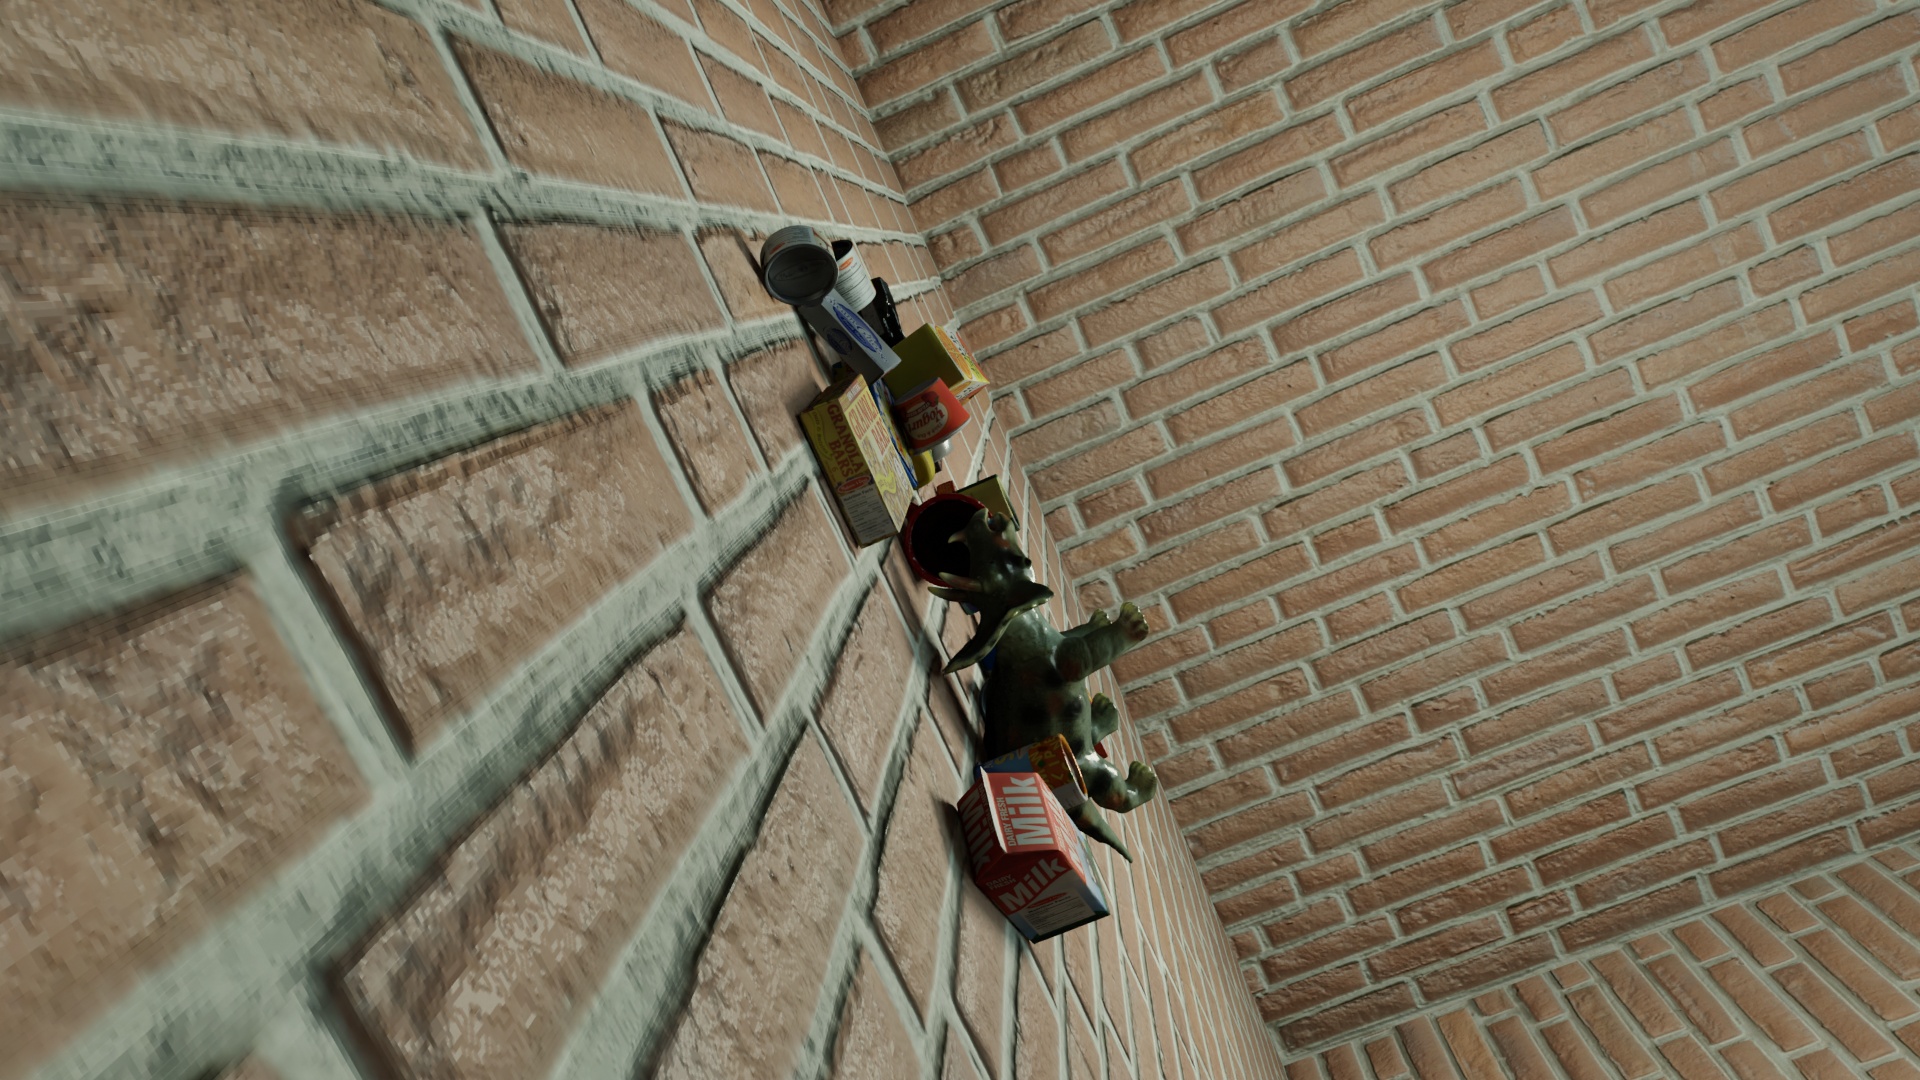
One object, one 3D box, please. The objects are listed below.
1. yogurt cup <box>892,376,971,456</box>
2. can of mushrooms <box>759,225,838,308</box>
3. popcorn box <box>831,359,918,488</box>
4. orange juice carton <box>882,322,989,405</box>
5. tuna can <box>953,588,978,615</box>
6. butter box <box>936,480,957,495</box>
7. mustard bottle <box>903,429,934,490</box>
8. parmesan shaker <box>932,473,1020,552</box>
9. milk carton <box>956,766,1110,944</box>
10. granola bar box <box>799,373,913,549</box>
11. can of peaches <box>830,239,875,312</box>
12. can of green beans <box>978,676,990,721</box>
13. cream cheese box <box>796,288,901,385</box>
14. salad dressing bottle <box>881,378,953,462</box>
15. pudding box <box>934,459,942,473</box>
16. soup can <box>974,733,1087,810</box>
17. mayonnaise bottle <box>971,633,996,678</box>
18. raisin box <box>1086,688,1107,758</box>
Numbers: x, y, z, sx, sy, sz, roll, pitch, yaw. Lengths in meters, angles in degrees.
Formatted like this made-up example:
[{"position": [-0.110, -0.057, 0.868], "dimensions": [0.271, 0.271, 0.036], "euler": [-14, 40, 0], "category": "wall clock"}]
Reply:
[{"position": [-0.031, -0.127, 1.385], "dimensions": [0.054, 0.072, 0.072], "euler": [58, 9, -14], "category": "yogurt cup"}, {"position": [-0.142, -0.242, 1.229], "dimensions": [0.070, 0.071, 0.033], "euler": [59, 9, -48], "category": "can of mushrooms"}, {"position": [-0.084, -0.114, 1.366], "dimensions": [0.085, 0.038, 0.127], "euler": [58, 12, -47], "category": "popcorn box"}, {"position": [-0.025, -0.182, 1.507], "dimensions": [0.072, 0.073, 0.193], "euler": [57, 12, 2], "category": "orange juice carton"}, {"position": [0.011, 0.048, 1.577], "dimensions": [0.071, 0.033, 0.071], "euler": [-25, 92, -83], "category": "tuna can"}, {"position": [-0.004, -0.023, 1.720], "dimensions": [0.104, 0.024, 0.053], "euler": [-104, 169, -49], "category": "butter box"}, {"position": [-0.060, -0.112, 1.489], "dimensions": [0.161, 0.049, 0.065], "euler": [-101, 168, -58], "category": "mustard bottle"}, {"position": [0.005, -0.018, 1.460], "dimensions": [0.071, 0.103, 0.071], "euler": [-25, 92, -83], "category": "parmesan shaker"}, {"position": [0.054, 0.250, 1.117], "dimensions": [0.190, 0.073, 0.072], "euler": [58, 12, -50], "category": "milk carton"}, {"position": [-0.088, -0.073, 1.212], "dimensions": [0.166, 0.039, 0.124], "euler": [-80, 147, -76], "category": "granola bar box"}, {"position": [-0.128, -0.262, 1.401], "dimensions": [0.071, 0.071, 0.058], "euler": [-101, 166, -58], "category": "can of peaches"}, {"position": [0.055, 0.162, 1.419], "dimensions": [0.058, 0.071, 0.071], "euler": [10, 57, -82], "category": "can of green beans"}, {"position": [-0.107, -0.198, 1.340], "dimensions": [0.104, 0.024, 0.053], "euler": [46, 25, -3], "category": "cream cheese box"}, {"position": [-0.064, -0.155, 1.583], "dimensions": [0.064, 0.044, 0.147], "euler": [-18, -75, 55], "category": "salad dressing bottle"}, {"position": [-0.044, -0.110, 1.669], "dimensions": [0.084, 0.030, 0.049], "euler": [-92, 157, -71], "category": "pudding box"}, {"position": [0.062, 0.215, 1.241], "dimensions": [0.071, 0.084, 0.071], "euler": [-26, 92, -83], "category": "soup can"}, {"position": [0.058, 0.166, 1.533], "dimensions": [0.065, 0.041, 0.147], "euler": [-90, 155, -76], "category": "mayonnaise bottle"}, {"position": [0.119, 0.224, 1.605], "dimensions": [0.040, 0.086, 0.124], "euler": [60, 9, -16], "category": "raisin box"}]
